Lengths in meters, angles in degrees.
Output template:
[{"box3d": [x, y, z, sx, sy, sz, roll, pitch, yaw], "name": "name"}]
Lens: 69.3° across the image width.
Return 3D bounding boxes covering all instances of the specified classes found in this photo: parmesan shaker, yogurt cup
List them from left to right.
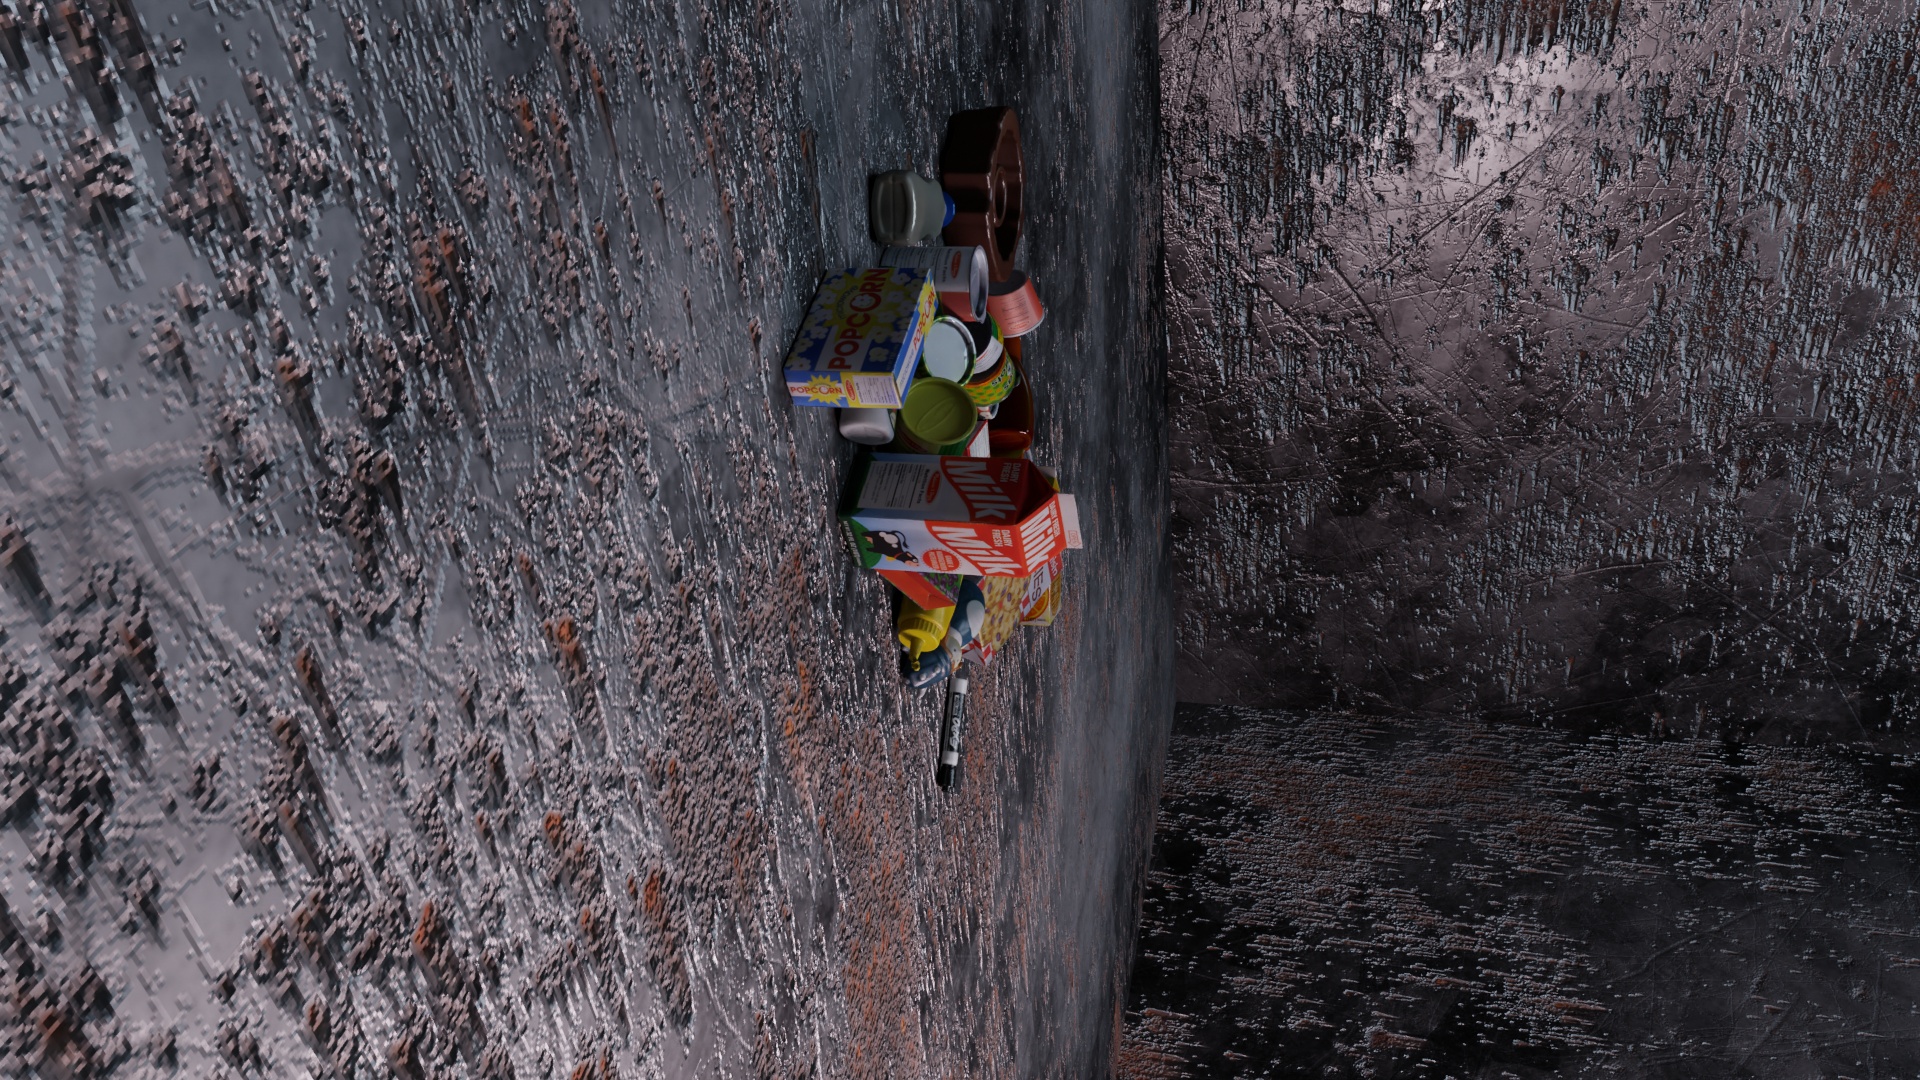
[{"box3d": [-0.030, -0.088, 1.200, 0.102, 0.071, 0.071, 115, -13, -62], "name": "parmesan shaker"}, {"box3d": [0.057, -0.270, 1.574, 0.073, 0.072, 0.053, -73, 152, -45], "name": "yogurt cup"}]

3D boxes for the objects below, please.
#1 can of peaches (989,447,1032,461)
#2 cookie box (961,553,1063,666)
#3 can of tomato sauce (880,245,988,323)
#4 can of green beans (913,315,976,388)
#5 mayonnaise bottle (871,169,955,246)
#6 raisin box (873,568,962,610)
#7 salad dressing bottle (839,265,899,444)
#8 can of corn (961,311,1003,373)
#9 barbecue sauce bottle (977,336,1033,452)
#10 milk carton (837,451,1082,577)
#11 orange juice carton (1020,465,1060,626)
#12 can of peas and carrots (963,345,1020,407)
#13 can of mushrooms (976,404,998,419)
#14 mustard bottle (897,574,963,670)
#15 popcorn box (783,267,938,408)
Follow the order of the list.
[{"box3d": [0.048, -0.075, 1.579, 0.071, 0.058, 0.071, 1, 92, -76], "name": "can of peaches"}, {"box3d": [0.049, 0.037, 1.532, 0.168, 0.040, 0.122, -50, 146, -32], "name": "cookie box"}, {"box3d": [-0.023, -0.226, 1.228, 0.071, 0.083, 0.071, 1, 91, -76], "name": "can of tomato sauce"}, {"box3d": [-0.028, -0.160, 1.215, 0.071, 0.057, 0.071, 3, 85, -42], "name": "can of green beans"}, {"box3d": [-0.040, -0.296, 1.239, 0.148, 0.041, 0.064, -43, 134, -72], "name": "mayonnaise bottle"}, {"box3d": [-0.031, -0.011, 1.267, 0.086, 0.040, 0.124, 42, 47, -40], "name": "raisin box"}, {"box3d": [-0.067, -0.154, 1.144, 0.064, 0.044, 0.148, 70, 25, -69], "name": "salad dressing bottle"}, {"box3d": [0.004, -0.204, 1.377, 0.058, 0.071, 0.071, 15, 78, -76], "name": "can of corn"}, {"box3d": [0.050, -0.171, 1.574, 0.043, 0.065, 0.149, 73, 15, -56], "name": "barbecue sauce bottle"}, {"box3d": [0.004, -0.020, 1.148, 0.072, 0.190, 0.074, 75, 23, -50], "name": "milk carton"}, {"box3d": [0.082, 0.002, 1.699, 0.073, 0.072, 0.192, -41, 132, -71], "name": "orange juice carton"}, {"box3d": [0.022, -0.179, 1.436, 0.058, 0.071, 0.071, 50, 44, -69], "name": "can of peas and carrots"}, {"box3d": [0.020, -0.167, 1.507, 0.071, 0.033, 0.071, 2, 91, -75], "name": "can of mushrooms"}, {"box3d": [-0.030, 0.053, 1.316, 0.065, 0.049, 0.161, 77, 21, -51], "name": "mustard bottle"}, {"box3d": [-0.073, -0.153, 1.041, 0.038, 0.085, 0.127, 77, 21, -45], "name": "popcorn box"}]
